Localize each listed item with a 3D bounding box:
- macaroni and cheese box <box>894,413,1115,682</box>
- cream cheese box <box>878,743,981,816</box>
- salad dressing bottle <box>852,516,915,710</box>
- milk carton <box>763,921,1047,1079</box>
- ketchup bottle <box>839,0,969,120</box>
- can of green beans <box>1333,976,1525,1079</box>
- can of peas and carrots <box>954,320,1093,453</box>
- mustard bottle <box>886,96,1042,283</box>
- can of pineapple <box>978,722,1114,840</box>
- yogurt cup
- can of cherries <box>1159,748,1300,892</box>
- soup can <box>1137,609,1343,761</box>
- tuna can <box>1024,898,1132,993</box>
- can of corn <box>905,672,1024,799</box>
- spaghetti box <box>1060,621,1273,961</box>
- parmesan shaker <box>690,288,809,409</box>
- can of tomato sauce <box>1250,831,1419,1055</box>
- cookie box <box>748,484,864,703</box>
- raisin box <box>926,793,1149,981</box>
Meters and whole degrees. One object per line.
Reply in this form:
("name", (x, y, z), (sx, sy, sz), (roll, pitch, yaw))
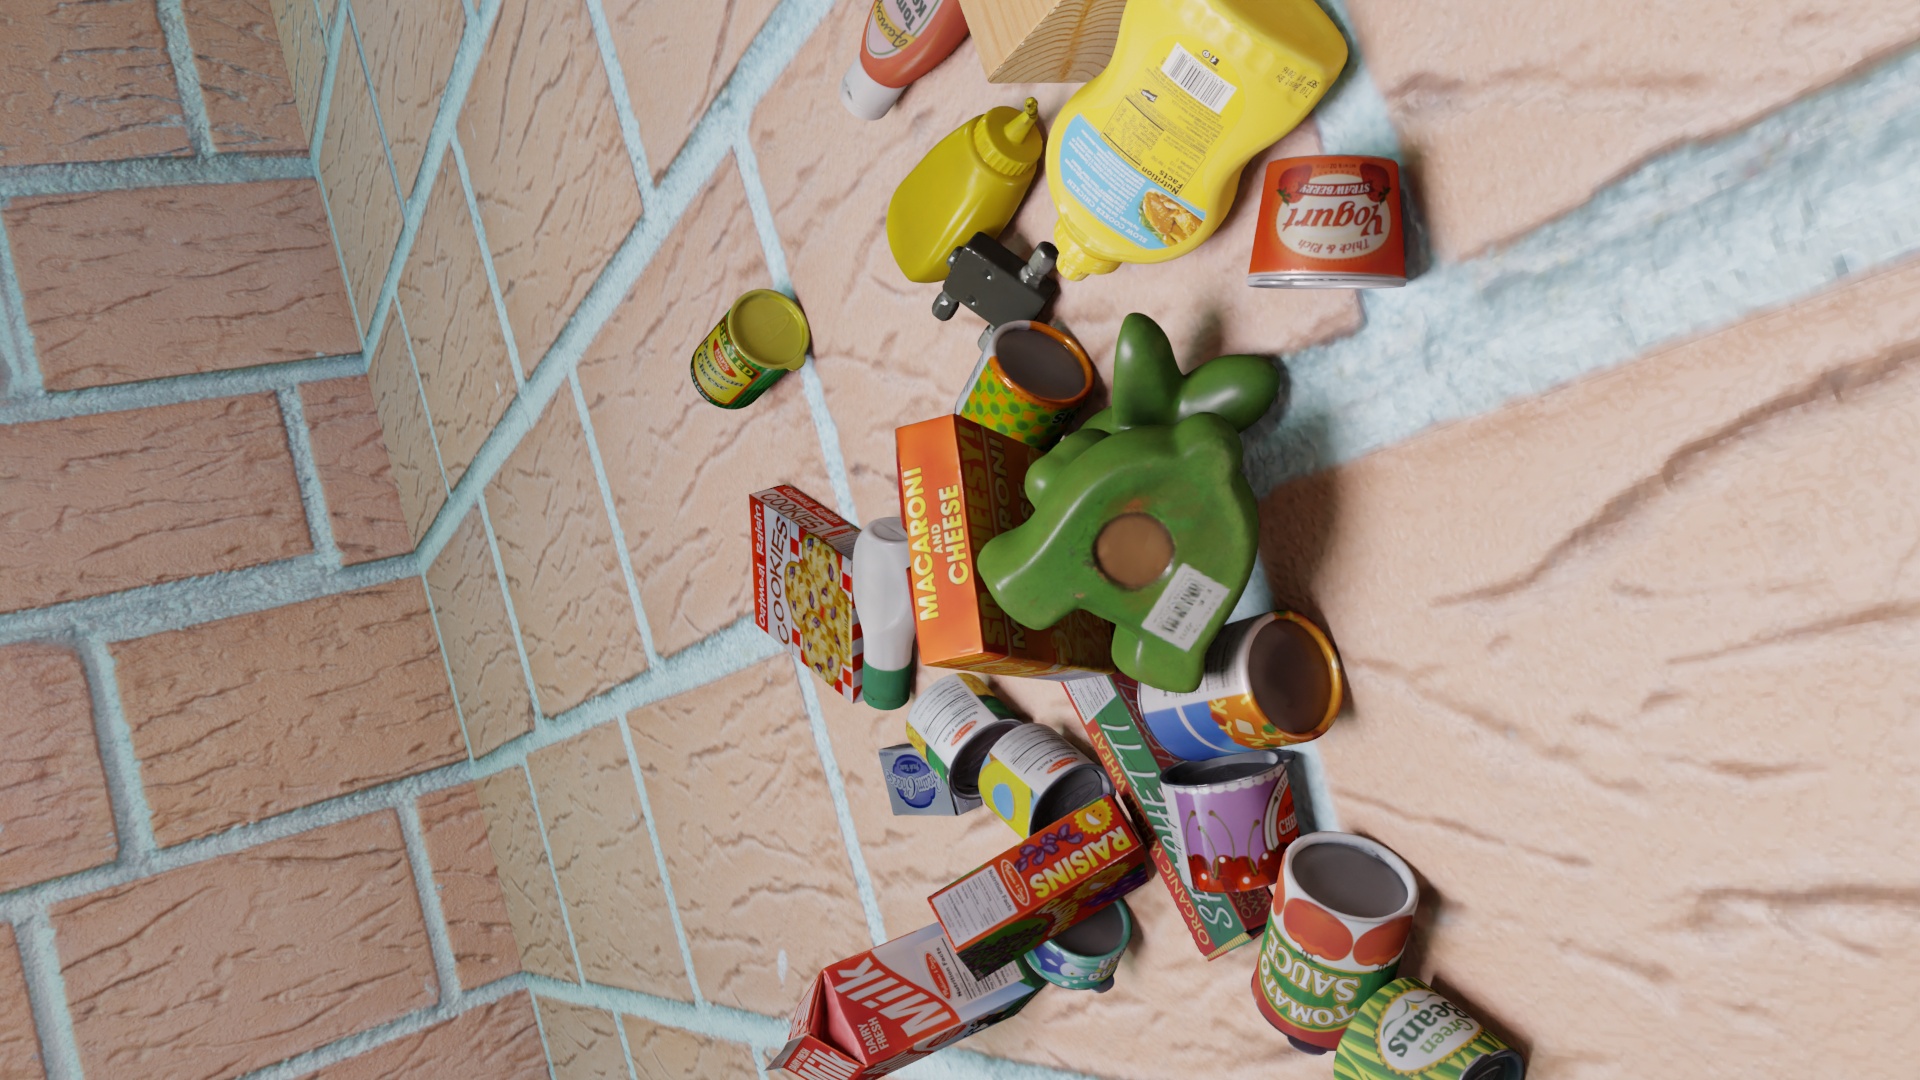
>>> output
("macaroni and cheese box", (0.027, 0.010, 0.749), (0.040, 0.166, 0.124), (-14, 75, 27))
("cream cheese box", (-0.025, 0.179, 1.048), (0.103, 0.024, 0.053), (-18, 86, 58))
("salad dressing bottle", (-0.052, 0.056, 1.027), (0.064, 0.044, 0.147), (29, 127, 37))
("milk carton", (-0.044, 0.325, 0.972), (0.073, 0.191, 0.072), (60, 145, 25))
("ketchup bottle", (-0.030, -0.314, 0.851), (0.148, 0.044, 0.065), (-37, 70, 57))
("can of green beans", (0.217, 0.248, 0.647), (0.058, 0.071, 0.071), (33, 128, 49))
("can of peas and carrots", (0.039, -0.084, 0.808), (0.071, 0.071, 0.058), (60, 144, 25))
("mustard bottle", (0.009, -0.212, 0.822), (0.159, 0.049, 0.065), (-35, 72, 56))
("can of pineapple", (0.053, 0.158, 0.875), (0.058, 0.071, 0.070), (34, 129, 49))
("yogurt cup", (0.159, -0.136, 0.599), (0.072, 0.072, 0.054), (13, 105, 56))
("can of cherries", (0.145, 0.145, 0.726), (0.071, 0.072, 0.058), (-8, 95, 58))
("soup can", (0.143, 0.076, 0.704), (0.083, 0.071, 0.071), (-26, 79, 57))
("tuna can", (0.074, 0.248, 0.875), (0.071, 0.071, 0.032), (51, 140, 35))
("can of corn", (0.006, 0.133, 0.944), (0.058, 0.071, 0.070), (43, 135, 43))
("spaghetti box", (0.105, 0.121, 0.814), (0.251, 0.029, 0.050), (63, 146, 22))
("parmesan shaker", (-0.169, -0.149, 1.114), (0.102, 0.071, 0.071), (-28, 77, 58))
("can of tomato sauce", (0.182, 0.196, 0.681), (0.071, 0.071, 0.082), (37, 131, 46))
("cookie box", (-0.115, 0.039, 1.123), (0.168, 0.040, 0.122), (30, 126, 49))
("raisin box", (0.048, 0.205, 0.820), (0.040, 0.123, 0.085), (58, 174, 30))
